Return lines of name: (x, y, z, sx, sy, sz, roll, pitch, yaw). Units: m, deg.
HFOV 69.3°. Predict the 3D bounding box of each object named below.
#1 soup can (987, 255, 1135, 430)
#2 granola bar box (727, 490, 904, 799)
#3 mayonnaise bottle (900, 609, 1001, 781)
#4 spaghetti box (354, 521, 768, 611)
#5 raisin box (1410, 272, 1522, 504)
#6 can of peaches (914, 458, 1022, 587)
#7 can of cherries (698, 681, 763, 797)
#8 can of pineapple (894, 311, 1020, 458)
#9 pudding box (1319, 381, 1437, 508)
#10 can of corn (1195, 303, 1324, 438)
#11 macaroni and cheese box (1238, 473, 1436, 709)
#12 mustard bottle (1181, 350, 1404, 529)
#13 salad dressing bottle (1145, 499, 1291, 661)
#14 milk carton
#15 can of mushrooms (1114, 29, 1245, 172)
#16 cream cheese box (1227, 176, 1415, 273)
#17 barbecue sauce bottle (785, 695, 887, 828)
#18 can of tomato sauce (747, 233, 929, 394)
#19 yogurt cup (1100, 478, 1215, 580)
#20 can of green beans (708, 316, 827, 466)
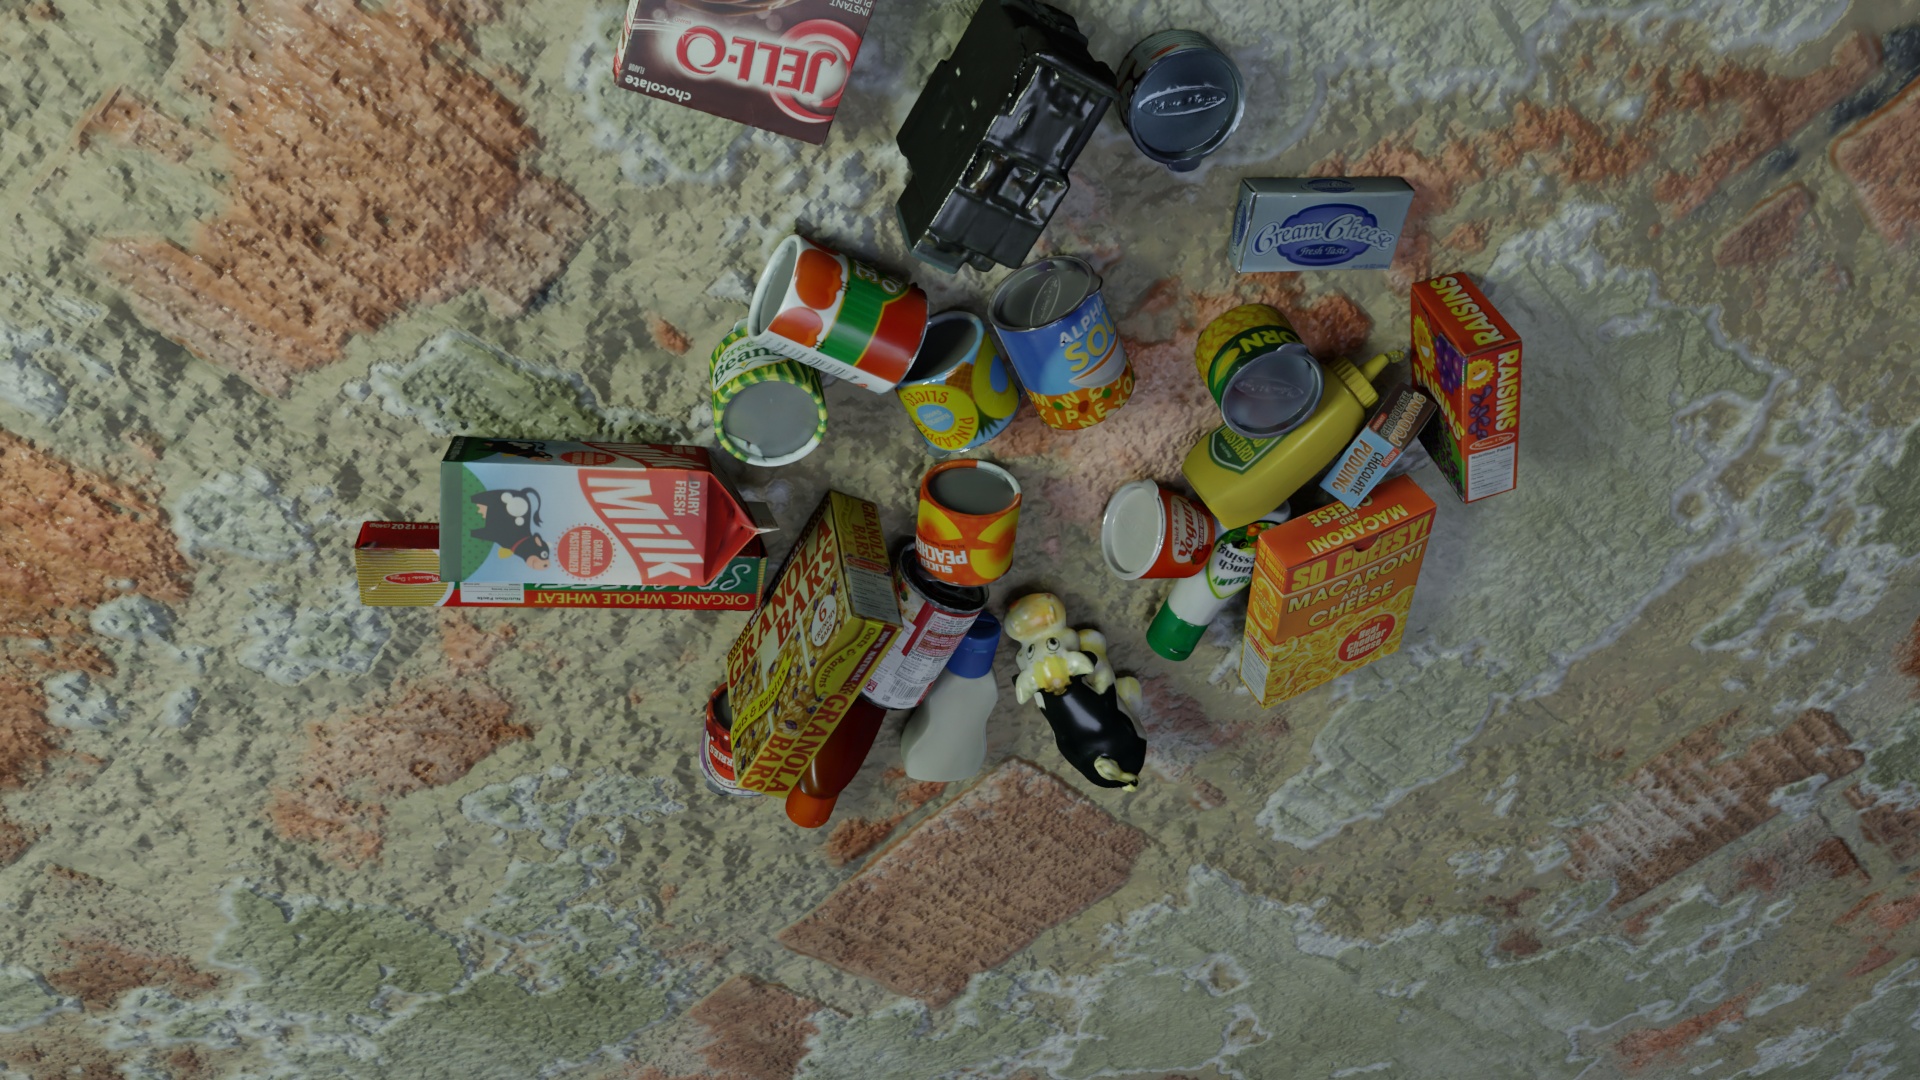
soup can: (0.064, -0.117, 0.831, 0.071, 0.072, 0.083, -24, 131, 7)
granola bar box: (-0.101, 0.068, 0.909, 0.039, 0.125, 0.164, 19, 123, -26)
mayonnaise bottle: (-0.002, 0.116, 1.031, 0.065, 0.041, 0.147, 2, 128, -17)
spaghetti box: (-0.252, 0.018, 0.893, 0.250, 0.029, 0.049, 1, 129, -15)
raisin box: (0.325, -0.099, 0.899, 0.040, 0.086, 0.122, -15, 131, 2)
can of peaches: (0.003, -0.011, 0.905, 0.071, 0.071, 0.057, -2, 129, -12)
can of cherries: (-0.152, 0.141, 0.994, 0.071, 0.072, 0.058, 3, 128, -16)
can of pineapple: (-0.005, -0.094, 0.833, 0.071, 0.071, 0.057, -25, 130, 8)
pudding box: (0.276, -0.062, 0.921, 0.030, 0.050, 0.083, 37, 155, 9)
can of corn: (0.188, -0.109, 0.875, 0.071, 0.058, 0.070, -7, 131, -8)
macaroni and cheese box: (0.270, 0.040, 1.003, 0.124, 0.040, 0.165, -22, 141, -13)
mustard bottle: (0.222, -0.076, 0.912, 0.160, 0.065, 0.048, -40, 132, 9)
salad dressing bottle: (0.181, 0.023, 0.995, 0.064, 0.044, 0.146, 8, 127, -26)
milk carton: (-0.208, -0.017, 0.832, 0.191, 0.072, 0.073, 1, 105, -15)
can of mushrooms: (0.119, -0.242, 0.764, 0.071, 0.033, 0.070, -7, 130, -9)
cream cheese box: (0.216, -0.190, 0.837, 0.104, 0.024, 0.053, -3, 130, -11)
barbecue sauce bottle: (-0.097, 0.155, 1.034, 0.065, 0.044, 0.147, -12, 138, -37)
can of tomato sauce: (-0.069, -0.130, 0.790, 0.083, 0.071, 0.071, 20, 122, -27)
yogurt cup: (0.136, -0.004, 0.949, 0.054, 0.073, 0.072, 9, 127, -30)
can of green beans: (-0.114, -0.086, 0.820, 0.071, 0.058, 0.071, -7, 130, -8)
